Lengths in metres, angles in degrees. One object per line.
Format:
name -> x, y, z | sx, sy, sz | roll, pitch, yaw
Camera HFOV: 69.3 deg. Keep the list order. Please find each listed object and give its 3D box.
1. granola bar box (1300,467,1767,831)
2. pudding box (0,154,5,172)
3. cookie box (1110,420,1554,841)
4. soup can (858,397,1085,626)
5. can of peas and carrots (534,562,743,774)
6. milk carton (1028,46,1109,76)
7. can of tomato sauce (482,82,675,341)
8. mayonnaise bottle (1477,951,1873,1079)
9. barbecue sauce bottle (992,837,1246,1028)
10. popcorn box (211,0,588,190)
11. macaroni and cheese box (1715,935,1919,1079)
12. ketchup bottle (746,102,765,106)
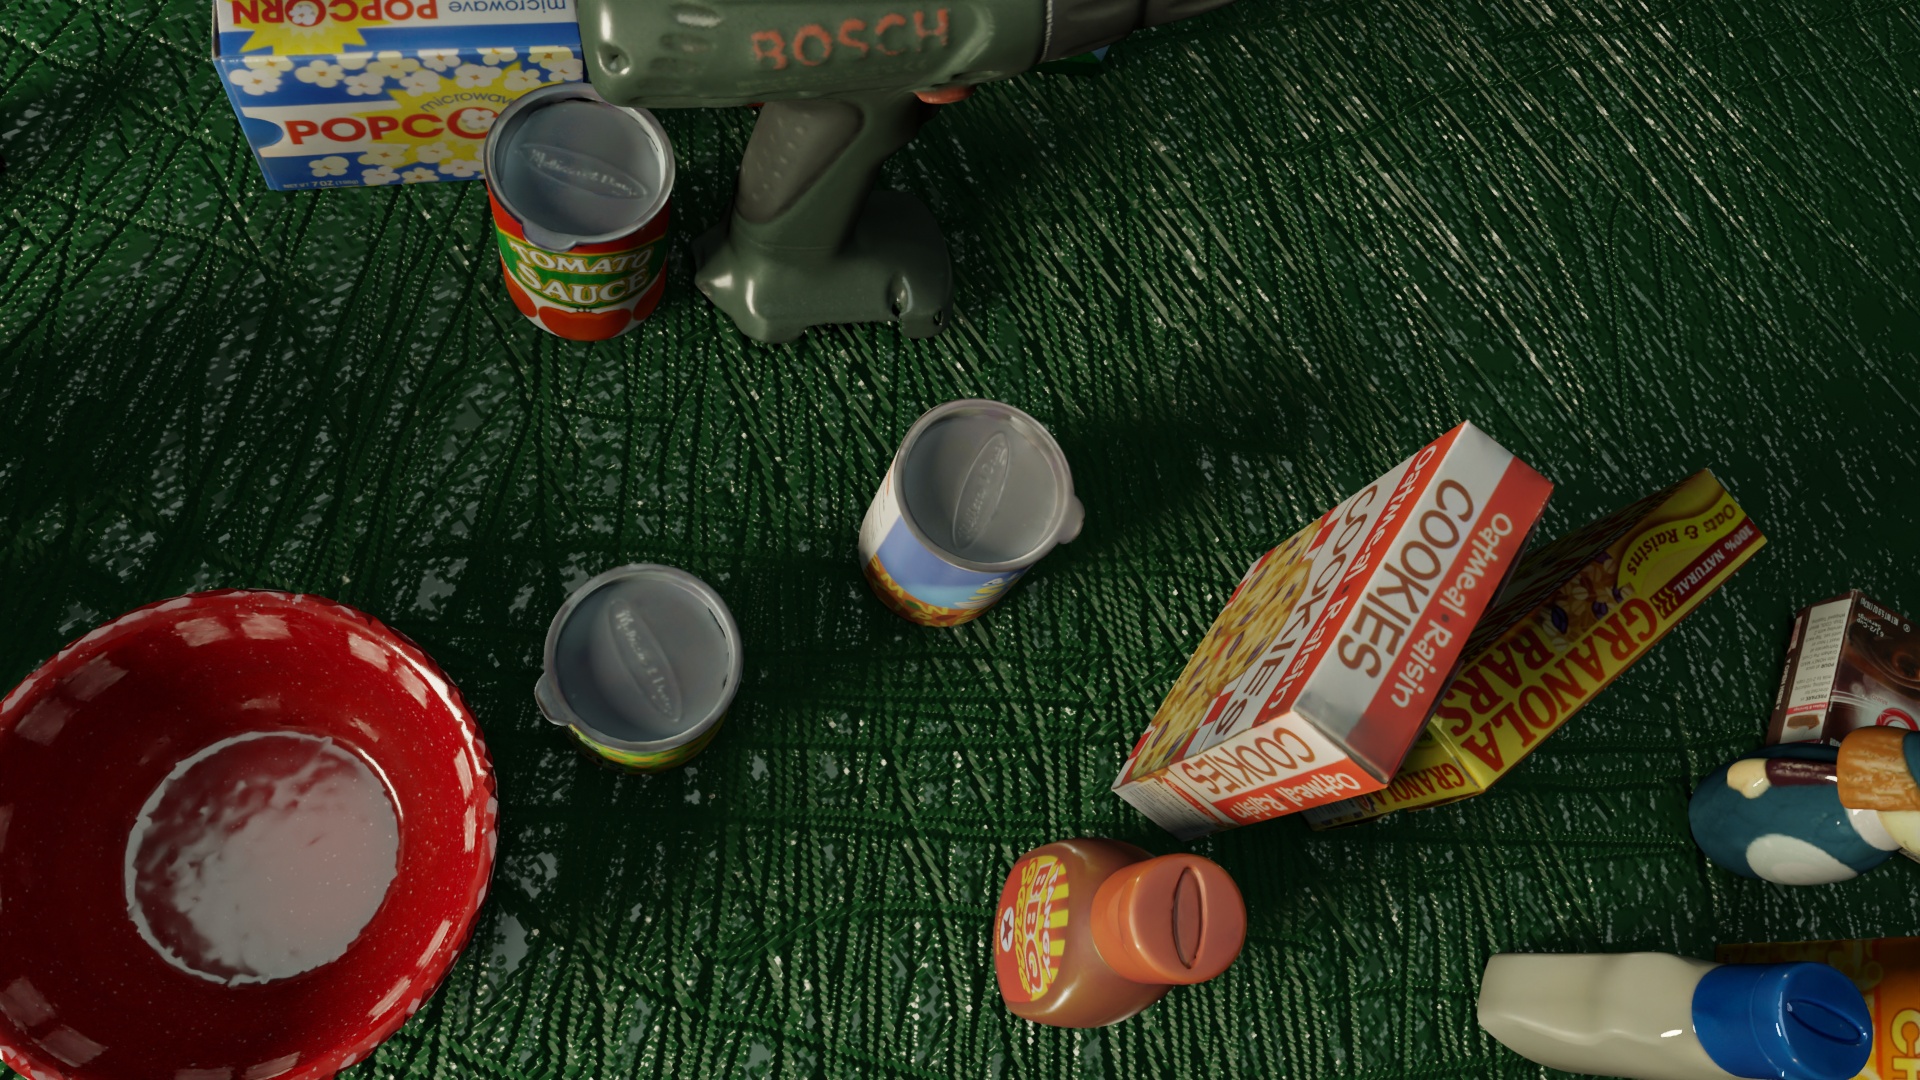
granola bar box -> 0.212, 0.046, 0.542 | 0.166, 0.123, 0.039 | -33, 83, -21
pudding box -> -0.393, -0.129, 0.494 | 0.030, 0.049, 0.084 | 38, 68, 0
cookie box -> 0.127, 0.041, 0.500 | 0.040, 0.167, 0.123 | 37, 68, 0
soup can -> 0.002, -0.007, 0.531 | 0.071, 0.083, 0.071 | 4, 71, -12
can of peas and carrots -> -0.115, 0.049, 0.497 | 0.071, 0.058, 0.071 | 4, 71, -12
milk carton -> 0.048, -0.280, 0.576 | 0.073, 0.190, 0.072 | 0, 73, -14
can of tomato sauce -> -0.145, -0.122, 0.534 | 0.071, 0.082, 0.071 | 4, 71, -12
mayonnaise bottle -> 0.252, 0.171, 0.498 | 0.065, 0.147, 0.041 | 24, 69, -5
barbecue sauce bottle -> 0.049, 0.129, 0.462 | 0.044, 0.148, 0.065 | 9, 71, -11
popcorn box -> -0.209, -0.176, 0.535 | 0.127, 0.085, 0.038 | -8, 74, -16
macaroni and cheese box -> 0.347, 0.208, 0.498 | 0.040, 0.166, 0.124 | 14, 70, -9
ketchup bottle -> -0.072, -0.233, 0.554 | 0.065, 0.148, 0.043 | -13, 76, -17
